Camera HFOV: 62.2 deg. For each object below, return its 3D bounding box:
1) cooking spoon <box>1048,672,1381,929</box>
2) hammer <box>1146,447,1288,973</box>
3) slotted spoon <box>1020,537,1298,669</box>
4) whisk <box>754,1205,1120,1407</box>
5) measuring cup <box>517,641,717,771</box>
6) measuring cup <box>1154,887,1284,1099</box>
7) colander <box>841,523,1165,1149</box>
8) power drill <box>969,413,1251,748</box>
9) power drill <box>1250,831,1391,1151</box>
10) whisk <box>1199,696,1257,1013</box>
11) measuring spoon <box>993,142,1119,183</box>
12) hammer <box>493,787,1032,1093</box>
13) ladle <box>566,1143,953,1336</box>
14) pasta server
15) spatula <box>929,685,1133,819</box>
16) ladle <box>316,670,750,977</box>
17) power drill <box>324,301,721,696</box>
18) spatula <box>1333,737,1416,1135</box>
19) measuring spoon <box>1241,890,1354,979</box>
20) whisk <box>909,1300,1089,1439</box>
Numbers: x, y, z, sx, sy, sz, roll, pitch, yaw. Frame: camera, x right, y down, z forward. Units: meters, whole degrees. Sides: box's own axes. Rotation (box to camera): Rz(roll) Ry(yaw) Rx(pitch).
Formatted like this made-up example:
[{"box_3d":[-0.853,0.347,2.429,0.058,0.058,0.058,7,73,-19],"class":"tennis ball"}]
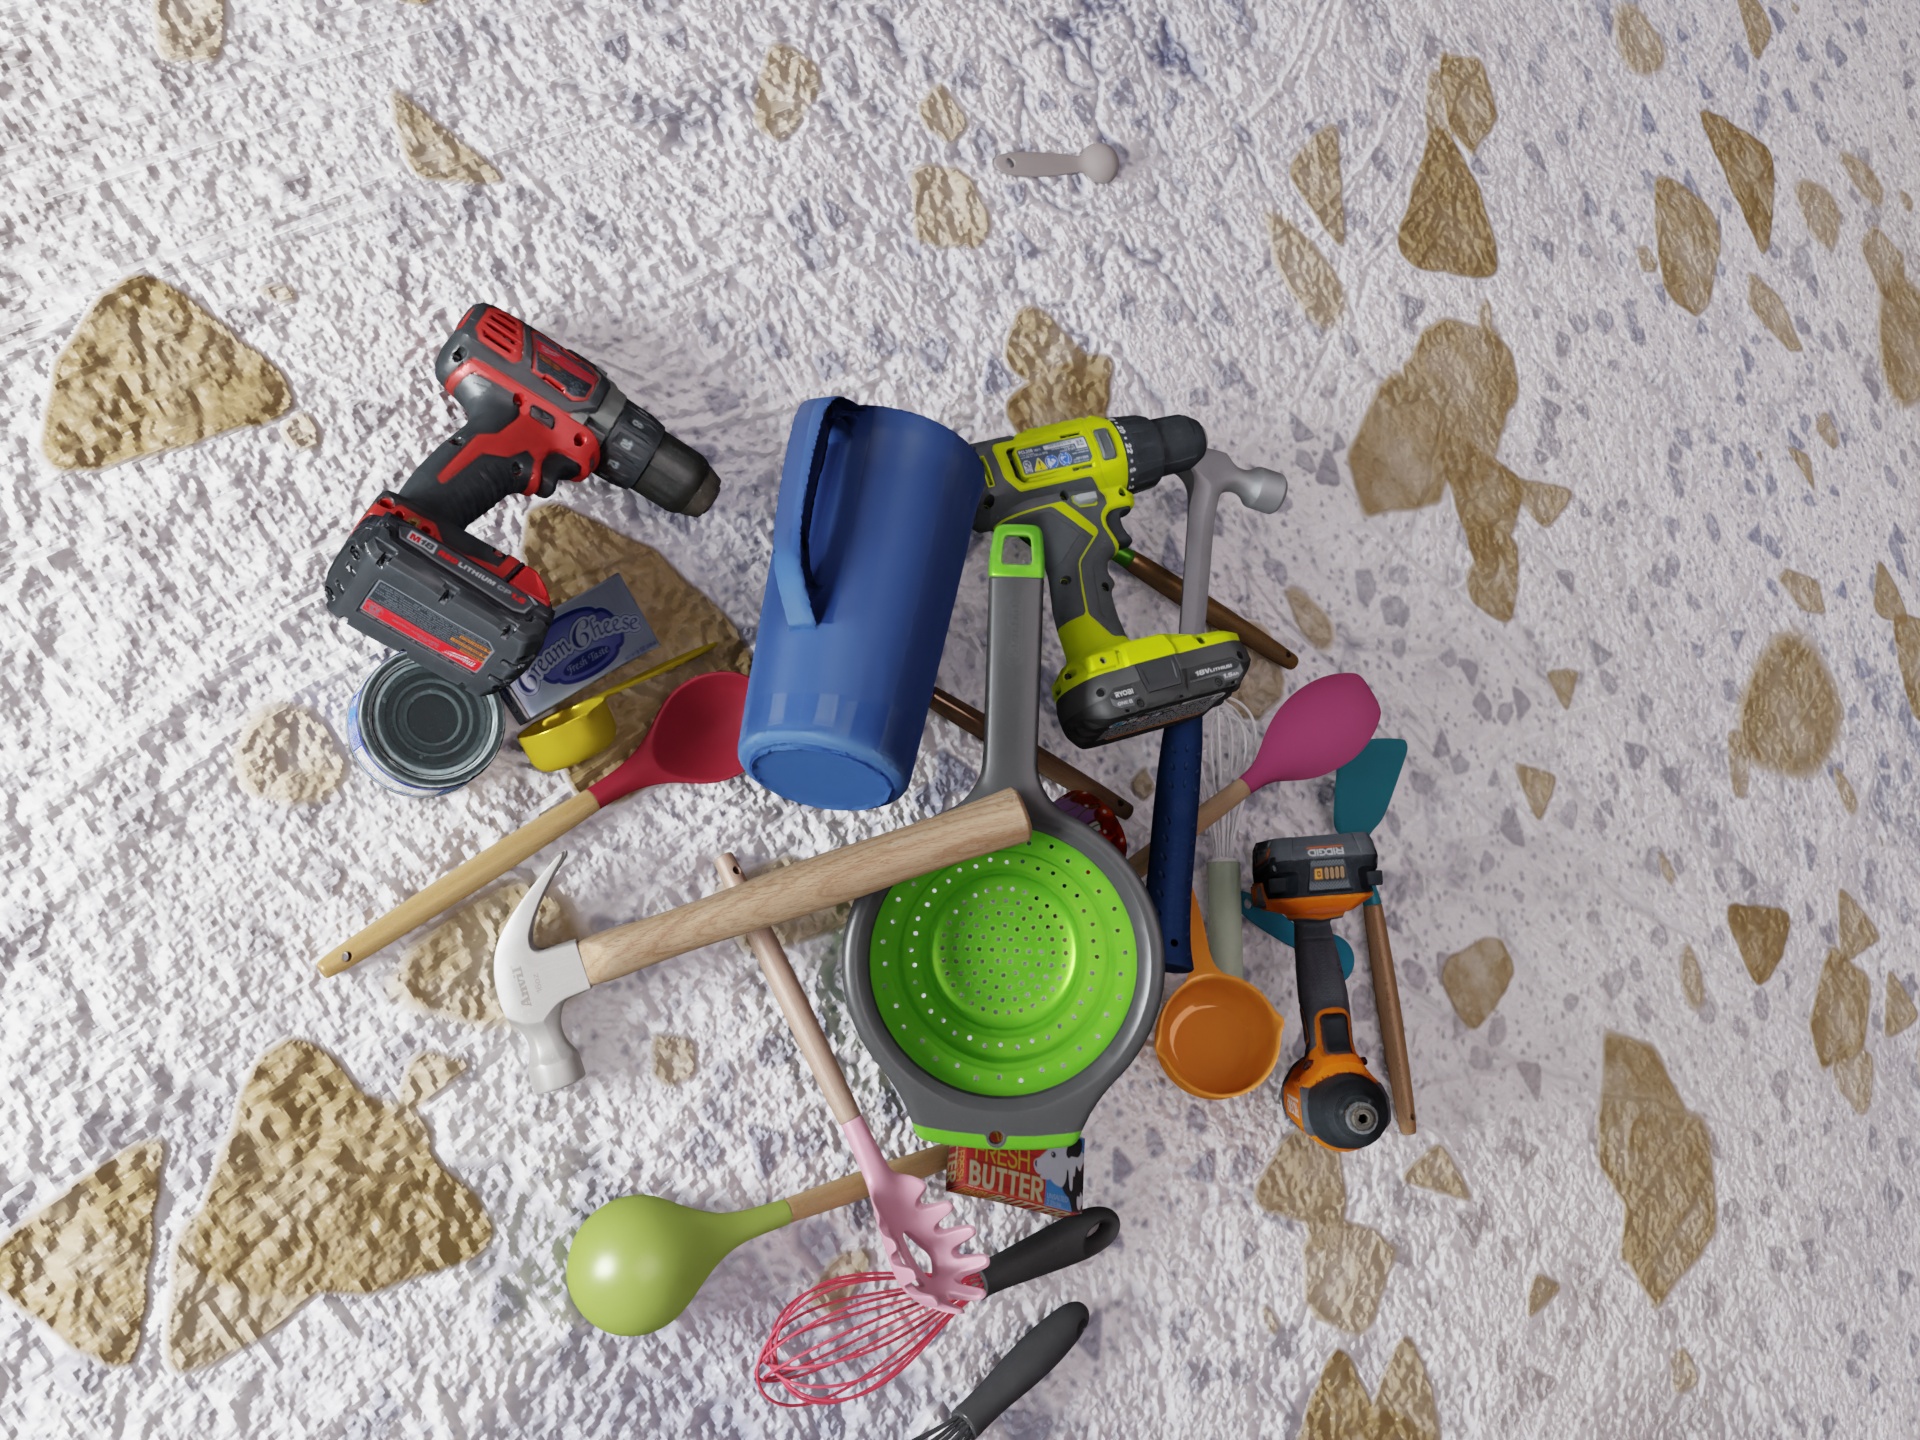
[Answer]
[{"box_3d":[0.192,0.064,1.184,0.319,0.017,0.068,-34,95,-16],"class":"cooking spoon"},{"box_3d":[0.161,-0.019,1.171,0.144,0.035,0.406,14,70,-18],"class":"hammer"},{"box_3d":[0.150,-0.112,1.242,0.313,0.031,0.070,28,66,-26],"class":"slotted spoon"},{"box_3d":[-0.005,0.368,1.024,0.295,0.073,0.073,-8,84,-39],"class":"whisk"},{"box_3d":[-0.205,-0.010,0.994,0.156,0.062,0.029,-33,107,-43],"class":"measuring cup"},{"box_3d":[0.176,0.193,1.170,0.095,0.052,0.174,-12,70,-4],"class":"measuring cup"},{"box_3d":[0.031,0.073,1.049,0.204,0.094,0.397,2,87,2],"class":"colander"},{"box_3d":[0.115,-0.111,1.123,0.190,0.080,0.229,-15,75,-17],"class":"power drill"},{"box_3d":[0.268,0.197,1.158,0.084,0.164,0.226,-4,83,1],"class":"power drill"},{"box_3d":[0.201,0.100,1.218,0.058,0.059,0.246,-1,82,8],"class":"whisk"},{"box_3d":[0.080,-0.450,1.278,0.124,0.018,0.034,-13,87,-32],"class":"measuring spoon"},{"box_3d":[-0.116,0.106,0.958,0.331,0.031,0.130,-19,91,-11],"class":"hammer"},{"box_3d":[-0.094,0.303,0.999,0.320,0.062,0.078,-7,71,-39],"class":"ladle"},{"box_3d":[-0.076,0.222,0.993,0.060,0.040,0.316,-18,77,-50],"class":"pasta server"},{"box_3d":[-0.002,-0.004,1.129,0.315,0.018,0.060,30,66,-21],"class":"spatula"},{"box_3d":[-0.243,0.062,0.963,0.315,0.031,0.069,-35,100,-30],"class":"ladle"},{"box_3d":[-0.252,-0.127,0.952,0.187,0.080,0.227,32,50,-21],"class":"power drill"},{"box_3d":[0.345,0.174,1.287,0.082,0.044,0.317,-3,82,-36],"class":"spatula"},{"box_3d":[0.266,0.168,1.252,0.128,0.021,0.042,34,64,-21],"class":"measuring spoon"},{"box_3d":[0.004,0.453,1.018,0.239,0.055,0.055,-31,96,-37],"class":"whisk"}]
